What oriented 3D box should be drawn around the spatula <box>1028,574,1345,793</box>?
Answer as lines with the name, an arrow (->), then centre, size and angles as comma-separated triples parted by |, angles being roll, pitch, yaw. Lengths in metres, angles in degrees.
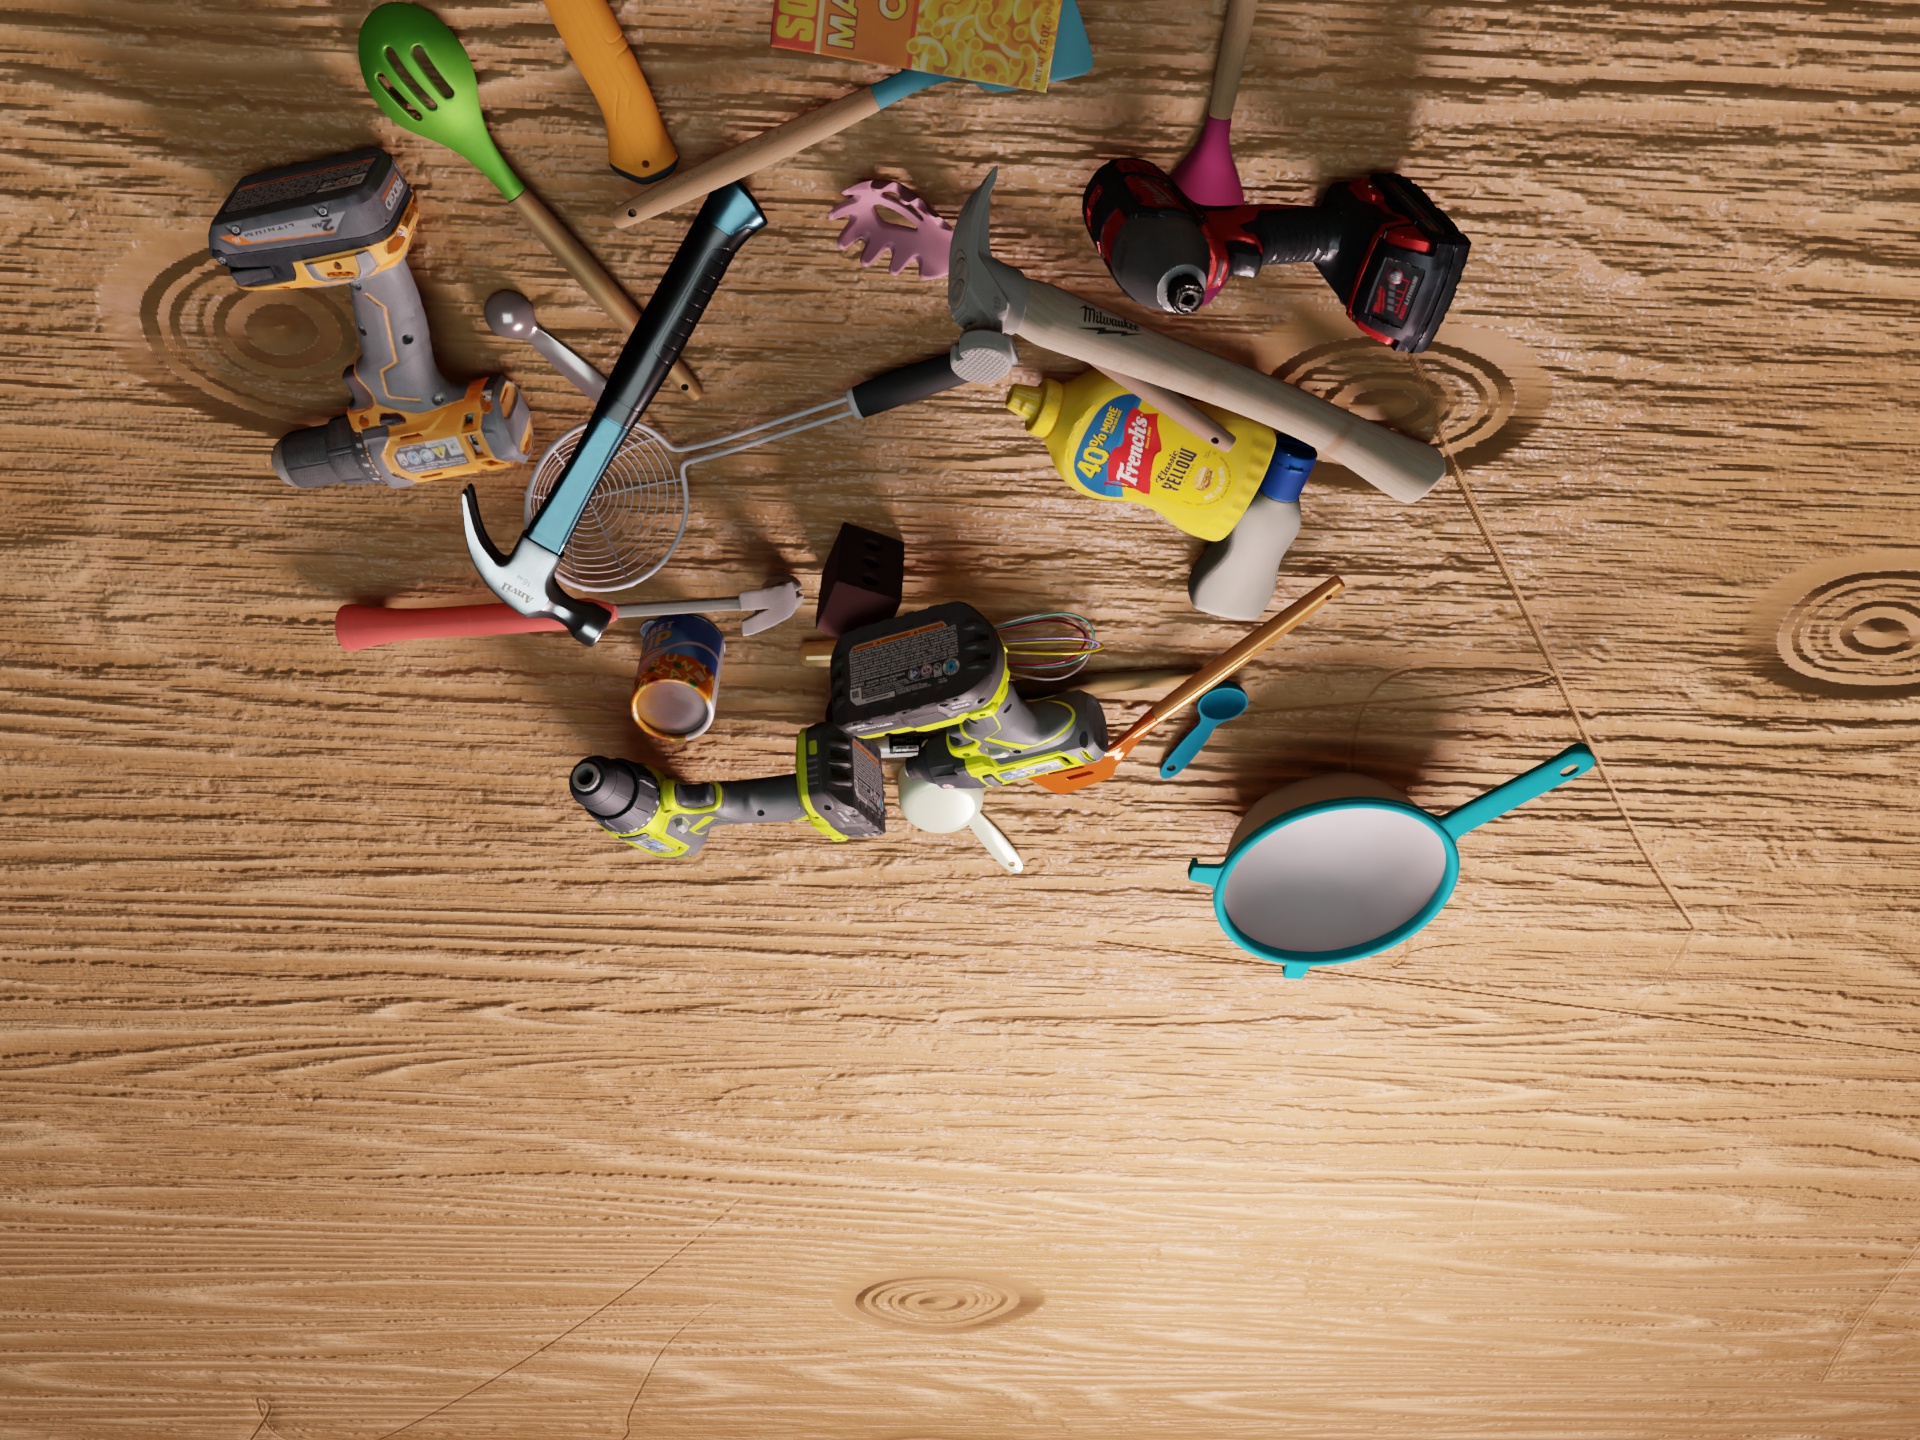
spatula -> 0.176, -0.025, 1.298 | 0.322, 0.041, 0.081 | -38, 133, 25

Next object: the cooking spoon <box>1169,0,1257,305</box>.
cooking spoon -> 0.168, -0.405, 0.998 | 0.068, 0.017, 0.318 | 3, 131, -4

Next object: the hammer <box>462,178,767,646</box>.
hammer -> -0.226, -0.215, 1.074 | 0.128, 0.033, 0.331 | 29, 105, -16

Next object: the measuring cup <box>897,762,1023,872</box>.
measuring cup -> 0.008, 0.094, 1.404 | 0.083, 0.038, 0.167 | -28, 123, 20

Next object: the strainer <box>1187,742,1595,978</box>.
strainer -> 0.371, 0.084, 1.371 | 0.340, 0.095, 0.210 | -31, 127, 20

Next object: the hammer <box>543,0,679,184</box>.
hammer -> -0.243, -0.473, 0.922 | 0.127, 0.034, 0.336 | -15, 129, 13

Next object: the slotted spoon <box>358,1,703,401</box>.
slotted spoon -> -0.273, -0.328, 1.050 | 0.070, 0.031, 0.313 | -27, 127, 20

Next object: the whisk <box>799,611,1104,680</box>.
whisk -> -0.008, -0.058, 1.275 | 0.245, 0.047, 0.051 | -2, 132, 5

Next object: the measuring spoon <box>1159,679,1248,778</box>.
measuring spoon -> 0.201, 0.006, 1.354 | 0.042, 0.021, 0.128 | 13, 138, -18

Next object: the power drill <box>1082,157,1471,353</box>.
power drill -> 0.195, -0.293, 0.998 | 0.219, 0.143, 0.078 | 0, 132, -16

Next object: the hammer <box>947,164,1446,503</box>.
hammer -> 0.174, -0.241, 1.088 | 0.410, 0.146, 0.038 | 15, 154, -28

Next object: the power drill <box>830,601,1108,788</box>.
power drill -> -0.002, -0.004, 1.233 | 0.171, 0.080, 0.223 | -14, 156, 21

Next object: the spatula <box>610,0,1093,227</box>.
spatula -> -0.078, -0.377, 0.987 | 0.317, 0.044, 0.082 | -23, 113, 9

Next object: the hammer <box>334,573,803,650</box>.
hammer -> -0.307, -0.079, 1.207 | 0.359, 0.149, 0.036 | -3, 100, 9

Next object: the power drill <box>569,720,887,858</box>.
power drill -> -0.189, 0.058, 1.293 | 0.228, 0.080, 0.190 | -8, 163, 11

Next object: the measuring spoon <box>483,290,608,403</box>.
measuring spoon -> -0.282, -0.252, 1.118 | 0.034, 0.018, 0.124 | -35, 123, 25

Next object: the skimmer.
skimmer -> -0.132, -0.192, 1.125 | 0.363, 0.090, 0.127 | -16, 125, 12

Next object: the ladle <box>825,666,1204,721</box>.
ladle -> 0.045, -0.025, 1.314 | 0.315, 0.031, 0.069 | -5, 141, 0

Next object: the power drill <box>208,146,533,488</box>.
power drill -> -0.417, -0.254, 1.078 | 0.185, 0.084, 0.226 | -9, 134, 8

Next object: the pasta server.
pasta server -> 0.056, -0.267, 1.071 | 0.316, 0.040, 0.060 | 31, 139, -13
